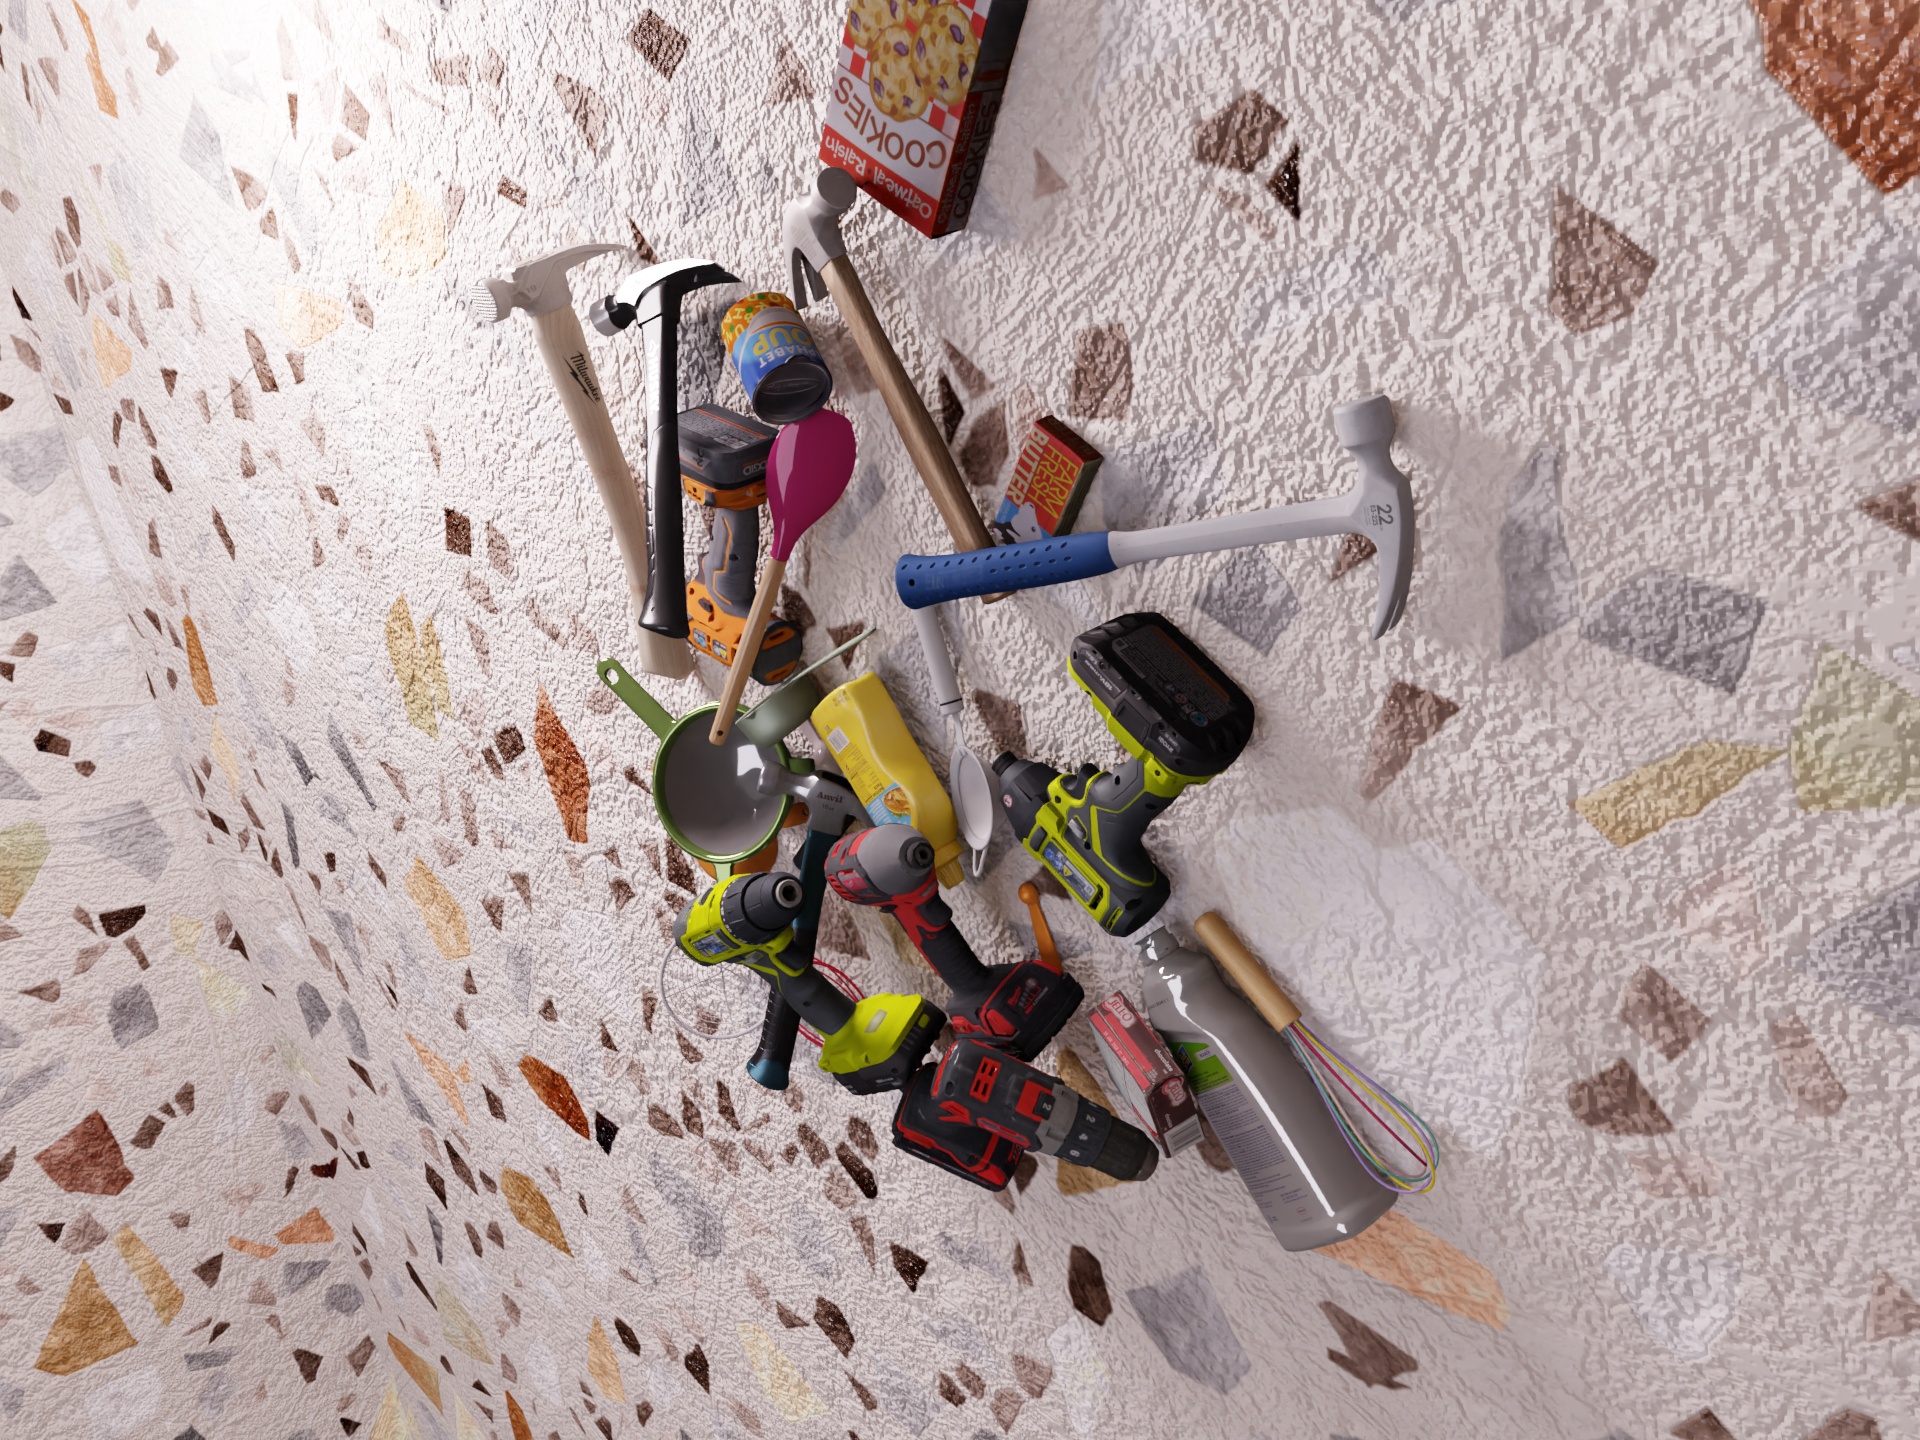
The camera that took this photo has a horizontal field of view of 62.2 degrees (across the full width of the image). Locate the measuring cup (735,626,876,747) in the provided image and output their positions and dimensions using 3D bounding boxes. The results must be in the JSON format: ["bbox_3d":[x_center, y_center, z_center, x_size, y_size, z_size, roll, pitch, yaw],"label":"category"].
[{"bbox_3d":[-0.125,-0.028,1.385,0.167,0.083,0.038,-32,100,30],"label":"measuring cup"}]

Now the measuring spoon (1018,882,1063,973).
[{"bbox_3d":[0.069,0.190,1.329,0.021,0.011,0.117,-5,107,48],"label":"measuring spoon"}]

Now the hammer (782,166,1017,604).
[{"bbox_3d":[-0.044,-0.239,1.196,0.331,0.031,0.130,63,158,-6],"label":"hammer"}]

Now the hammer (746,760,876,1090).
[{"bbox_3d":[-0.148,0.198,1.457,0.128,0.033,0.331,13,113,-3],"label":"hammer"}]

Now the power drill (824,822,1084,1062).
[{"bbox_3d":[-0.008,0.174,1.292,0.219,0.078,0.143,49,153,-10],"label":"power drill"}]

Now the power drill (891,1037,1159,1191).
[{"bbox_3d":[0.047,0.336,1.318,0.188,0.080,0.226,26,156,-6],"label":"power drill"}]

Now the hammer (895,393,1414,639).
[{"bbox_3d":[0.115,-0.111,1.078,0.405,0.035,0.144,-5,106,41],"label":"hammer"}]

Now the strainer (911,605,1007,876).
[{"bbox_3d":[-0.002,-0.004,1.284,0.087,0.050,0.258,-10,97,69],"label":"strainer"}]

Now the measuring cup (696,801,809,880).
[{"bbox_3d":[-0.204,0.109,1.543,0.173,0.052,0.095,-20,94,51],"label":"measuring cup"}]

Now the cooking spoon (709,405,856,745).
[{"bbox_3d":[-0.160,-0.114,1.336,0.017,0.068,0.318,-100,29,-61],"label":"cooking spoon"}]

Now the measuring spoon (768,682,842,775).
[{"bbox_3d":[-0.150,0.003,1.459,0.124,0.018,0.034,53,139,12],"label":"measuring spoon"}]

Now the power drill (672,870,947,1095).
[{"bbox_3d":[-0.126,0.217,1.361,0.228,0.080,0.190,43,147,-12],"label":"power drill"}]

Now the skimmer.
[{"bbox_3d":[-0.184,0.192,1.538,0.127,0.090,0.363,30,135,-10],"label":"skimmer"}]

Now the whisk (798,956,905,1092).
[{"bbox_3d":[-0.069,0.327,1.514,0.296,0.073,0.073,40,134,17],"label":"whisk"}]

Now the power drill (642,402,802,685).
[{"bbox_3d":[-0.217,-0.156,1.403,0.164,0.084,0.226,27,131,36],"label":"power drill"}]

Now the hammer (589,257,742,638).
[{"bbox_3d":[-0.238,-0.223,1.294,0.146,0.035,0.335,-17,68,30],"label":"hammer"}]

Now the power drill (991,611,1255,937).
[{"bbox_3d":[0.108,0.035,1.163,0.171,0.080,0.223,47,140,21],"label":"power drill"}]

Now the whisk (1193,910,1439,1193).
[{"bbox_3d":[0.253,0.232,1.137,0.245,0.051,0.047,51,172,22],"label":"whisk"}]

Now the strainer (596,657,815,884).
[{"bbox_3d":[-0.246,0.025,1.509,0.256,0.069,0.151,42,105,20],"label":"strainer"}]

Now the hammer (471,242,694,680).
[{"bbox_3d":[-0.312,-0.226,1.462,0.038,0.146,0.410,15,130,42],"label":"hammer"}]
